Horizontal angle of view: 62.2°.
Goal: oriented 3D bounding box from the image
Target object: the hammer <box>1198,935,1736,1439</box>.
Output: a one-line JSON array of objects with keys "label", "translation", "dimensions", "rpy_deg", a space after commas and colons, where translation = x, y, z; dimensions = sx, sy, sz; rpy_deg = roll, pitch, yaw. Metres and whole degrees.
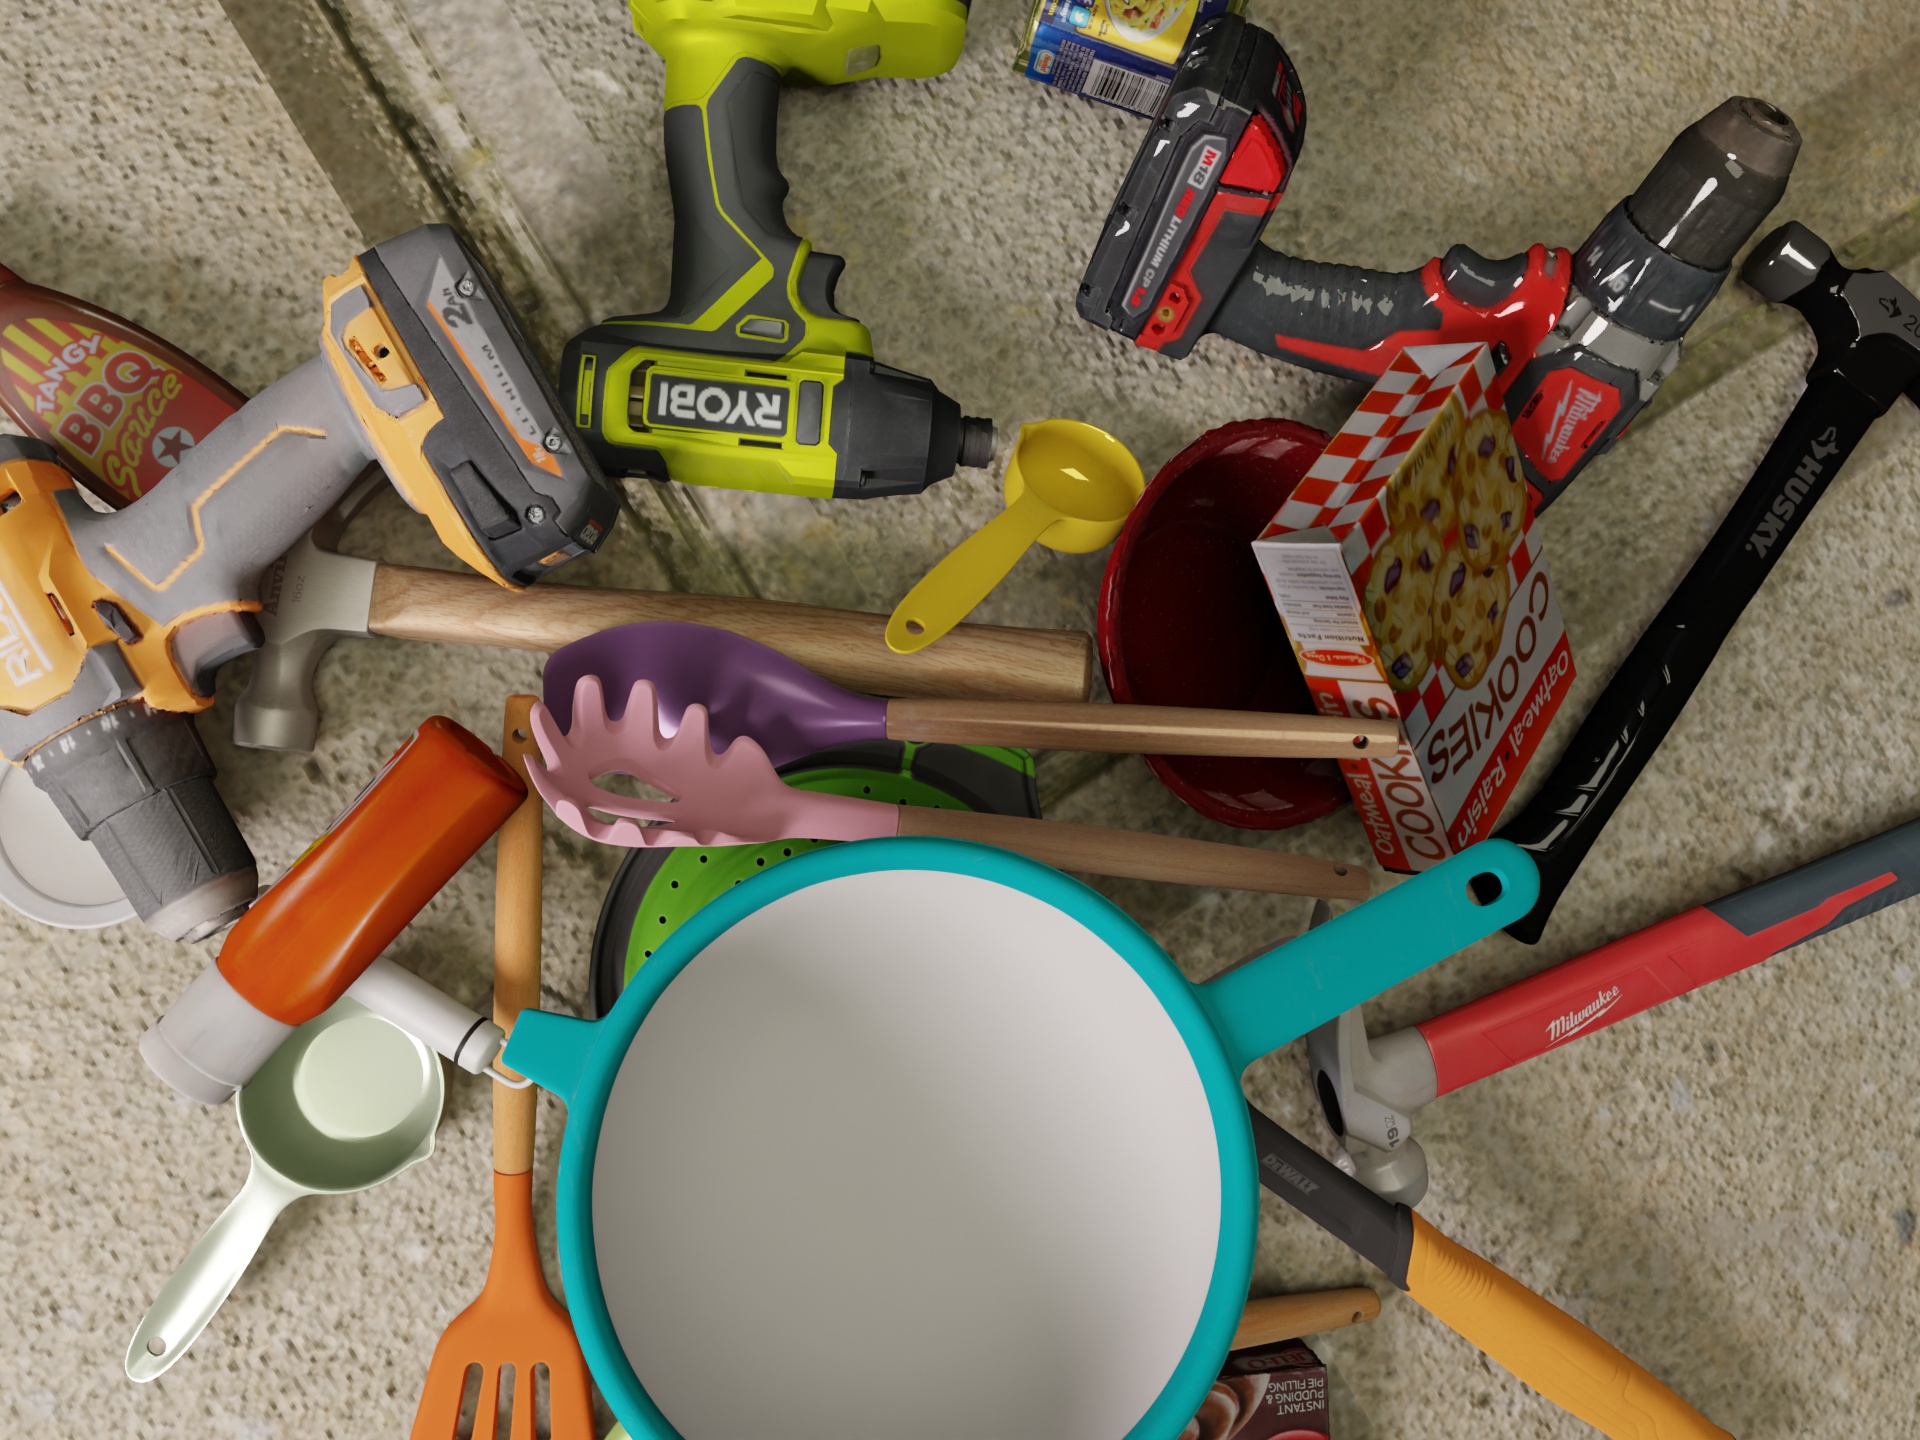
[{"label": "hammer", "translation": [0.200, 0.218, 0.637], "dimensions": [0.336, 0.034, 0.127], "rpy_deg": [38, 118, -14]}]

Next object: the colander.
[{"label": "colander", "translation": [-0.065, 0.184, 0.608], "dimensions": [0.204, 0.094, 0.397], "rpy_deg": [17, 86, -6]}]

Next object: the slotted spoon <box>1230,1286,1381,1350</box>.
[{"label": "slotted spoon", "translation": [0.034, 0.244, 0.613], "dimensions": [0.313, 0.031, 0.070], "rpy_deg": [2, 110, -24]}]

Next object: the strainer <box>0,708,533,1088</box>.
[{"label": "strainer", "translation": [-0.267, 0.069, 0.595], "dimensions": [0.258, 0.050, 0.087], "rpy_deg": [30, 85, 6]}]

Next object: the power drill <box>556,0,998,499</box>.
[{"label": "power drill", "translation": [-0.063, -0.202, 0.634], "dimensions": [0.171, 0.080, 0.223], "rpy_deg": [5, 91, -6]}]

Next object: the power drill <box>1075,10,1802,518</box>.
[{"label": "power drill", "translation": [0.179, -0.187, 0.616], "dimensions": [0.226, 0.187, 0.080], "rpy_deg": [24, 46, -5]}]

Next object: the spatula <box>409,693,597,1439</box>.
[{"label": "spatula", "translation": [-0.172, 0.151, 0.608], "dimensions": [0.081, 0.041, 0.322], "rpy_deg": [2, 98, -5]}]

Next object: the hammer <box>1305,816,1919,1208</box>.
[{"label": "hammer", "translation": [0.324, 0.078, 0.671], "dimensions": [0.386, 0.038, 0.143], "rpy_deg": [-20, 117, -11]}]

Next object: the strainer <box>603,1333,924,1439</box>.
[{"label": "strainer", "translation": [-0.069, 0.336, 0.522], "dimensions": [0.151, 0.069, 0.256], "rpy_deg": [15, 93, -7]}]

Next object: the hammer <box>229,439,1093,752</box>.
[{"label": "hammer", "translation": [-0.114, -0.038, 0.623], "dimensions": [0.331, 0.031, 0.130], "rpy_deg": [6, 86, 0]}]

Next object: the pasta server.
[{"label": "pasta server", "translation": [0.005, 0.037, 0.573], "dimensions": [0.316, 0.040, 0.060], "rpy_deg": [8, 51, -12]}]

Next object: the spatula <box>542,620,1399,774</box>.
[{"label": "spatula", "translation": [-0.001, -0.002, 0.583], "dimensions": [0.316, 0.018, 0.059], "rpy_deg": [3, 101, 6]}]

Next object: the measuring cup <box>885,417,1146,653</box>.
[{"label": "measuring cup", "translation": [0.017, -0.066, 0.628], "dimensions": [0.062, 0.029, 0.156], "rpy_deg": [38, 55, 9]}]

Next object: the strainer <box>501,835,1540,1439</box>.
[{"label": "strainer", "translation": [0.037, 0.124, 0.530], "dimensions": [0.340, 0.095, 0.211], "rpy_deg": [-24, 79, -16]}]

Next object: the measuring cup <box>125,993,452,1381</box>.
[{"label": "measuring cup", "translation": [-0.262, 0.177, 0.613], "dimensions": [0.083, 0.038, 0.167], "rpy_deg": [36, 86, -5]}]

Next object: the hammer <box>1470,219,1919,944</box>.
[{"label": "hammer", "translation": [0.330, -0.046, 0.697], "dimensions": [0.146, 0.035, 0.335], "rpy_deg": [36, 84, -4]}]

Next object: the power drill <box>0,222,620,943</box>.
[{"label": "power drill", "translation": [-0.235, -0.046, 0.557], "dimensions": [0.226, 0.084, 0.185], "rpy_deg": [-29, 91, -3]}]
